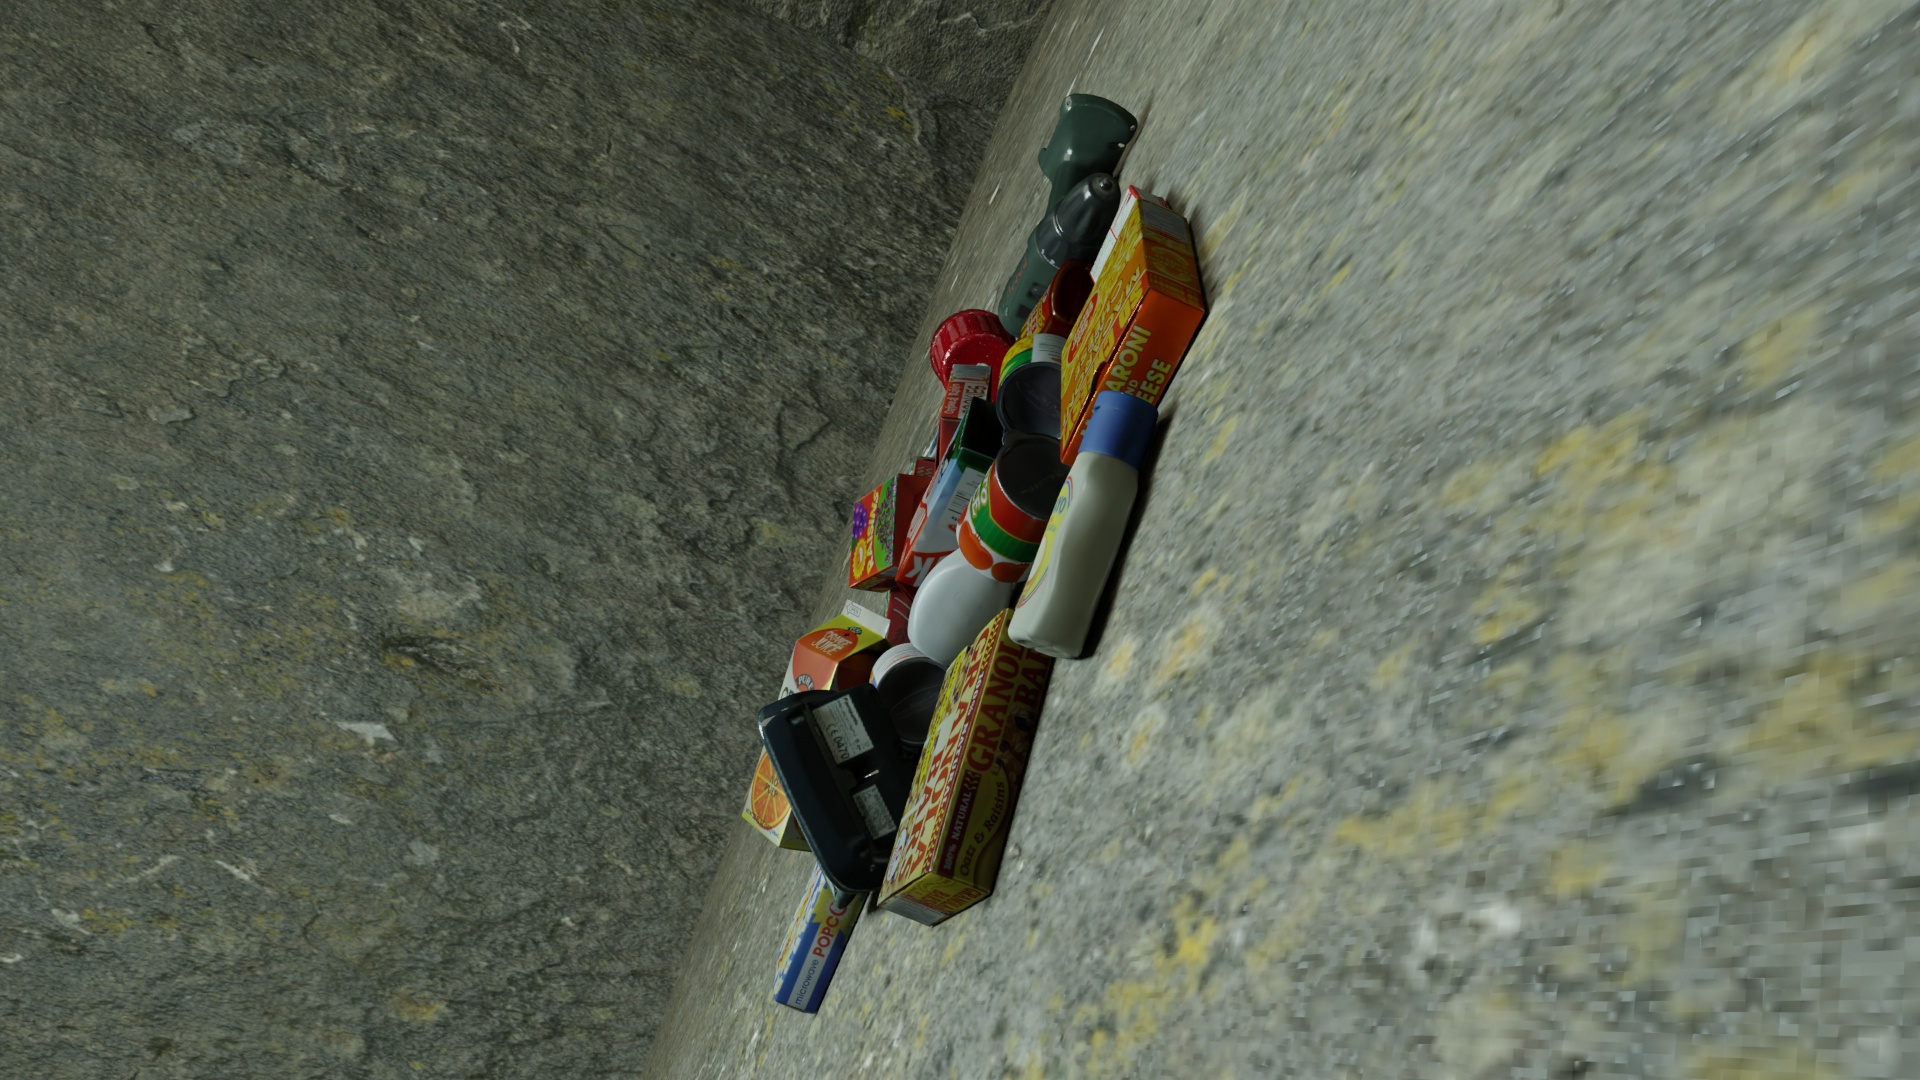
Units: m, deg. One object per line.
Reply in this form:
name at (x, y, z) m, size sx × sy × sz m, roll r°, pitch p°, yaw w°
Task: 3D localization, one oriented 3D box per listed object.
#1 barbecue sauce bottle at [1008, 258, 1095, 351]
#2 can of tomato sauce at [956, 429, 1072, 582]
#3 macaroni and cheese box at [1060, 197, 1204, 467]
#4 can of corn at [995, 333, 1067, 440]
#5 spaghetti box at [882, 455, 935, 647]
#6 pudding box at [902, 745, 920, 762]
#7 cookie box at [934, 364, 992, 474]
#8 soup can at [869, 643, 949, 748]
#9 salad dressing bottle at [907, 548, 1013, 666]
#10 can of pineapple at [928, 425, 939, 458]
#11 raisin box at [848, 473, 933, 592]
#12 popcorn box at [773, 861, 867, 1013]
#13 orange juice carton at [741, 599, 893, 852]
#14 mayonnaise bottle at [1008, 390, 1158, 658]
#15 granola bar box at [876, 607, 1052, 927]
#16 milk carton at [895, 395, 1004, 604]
barbecue sauce bottle at (0.077, -0.178, 1.169) m, size 0.148 × 0.044 × 0.065 m, roll 133°, pitch 156°, yaw -70°
can of tomato sauce at (0.039, -0.021, 0.904) m, size 0.082 × 0.071 × 0.071 m, roll 122°, pitch 167°, yaw -54°
macaroni and cheese box at (0.103, -0.130, 0.874) m, size 0.167 × 0.040 × 0.123 m, roll -81°, pitch 14°, yaw -59°
can of corn at (0.059, -0.109, 1.015) m, size 0.058 × 0.071 × 0.070 m, roll -81°, pitch 15°, yaw -60°
spaghetti box at (-0.053, 0.041, 1.328) m, size 0.050 × 0.029 × 0.249 m, roll -147°, pitch 67°, yaw -81°
pudding box at (-0.046, 0.149, 1.155) m, size 0.049 × 0.030 × 0.084 m, roll 120°, pitch 169°, yaw -50°
cookie box at (0.002, -0.075, 1.231) m, size 0.168 × 0.040 × 0.122 m, roll -80°, pitch -7°, yaw -67°
soup can at (-0.033, 0.117, 1.041) m, size 0.084 × 0.071 × 0.071 m, roll -156°, pitch 88°, yaw -83°
salad dressing bottle at (0.018, 0.019, 0.990) m, size 0.147 × 0.064 × 0.044 m, roll -58°, pitch 0°, yaw 13°
can of pineapple at (0.007, -0.100, 1.369) m, size 0.071 × 0.058 × 0.071 m, roll -155°, pitch 87°, yaw -82°
raisin box at (-0.063, -0.005, 1.261) m, size 0.123 × 0.040 × 0.086 m, roll 153°, pitch 122°, yaw -64°
popcorn box at (-0.112, 0.310, 1.141) m, size 0.085 × 0.038 × 0.126 m, roll -104°, pitch 36°, yaw -78°
orange juice carton at (-0.102, 0.146, 1.110) m, size 0.072 × 0.073 × 0.192 m, roll 18°, pitch 90°, yaw 55°
mayonnaise bottle at (0.070, -0.009, 0.770) m, size 0.064 × 0.041 × 0.148 m, roll 145°, pitch 145°, yaw -79°
granola bar box at (0.003, 0.137, 0.832) m, size 0.123 × 0.039 × 0.166 m, roll 127°, pitch 163°, yaw -61°
milk carton at (0.004, -0.014, 1.104) m, size 0.073 × 0.073 × 0.189 m, roll -78°, pitch 12°, yaw -50°
